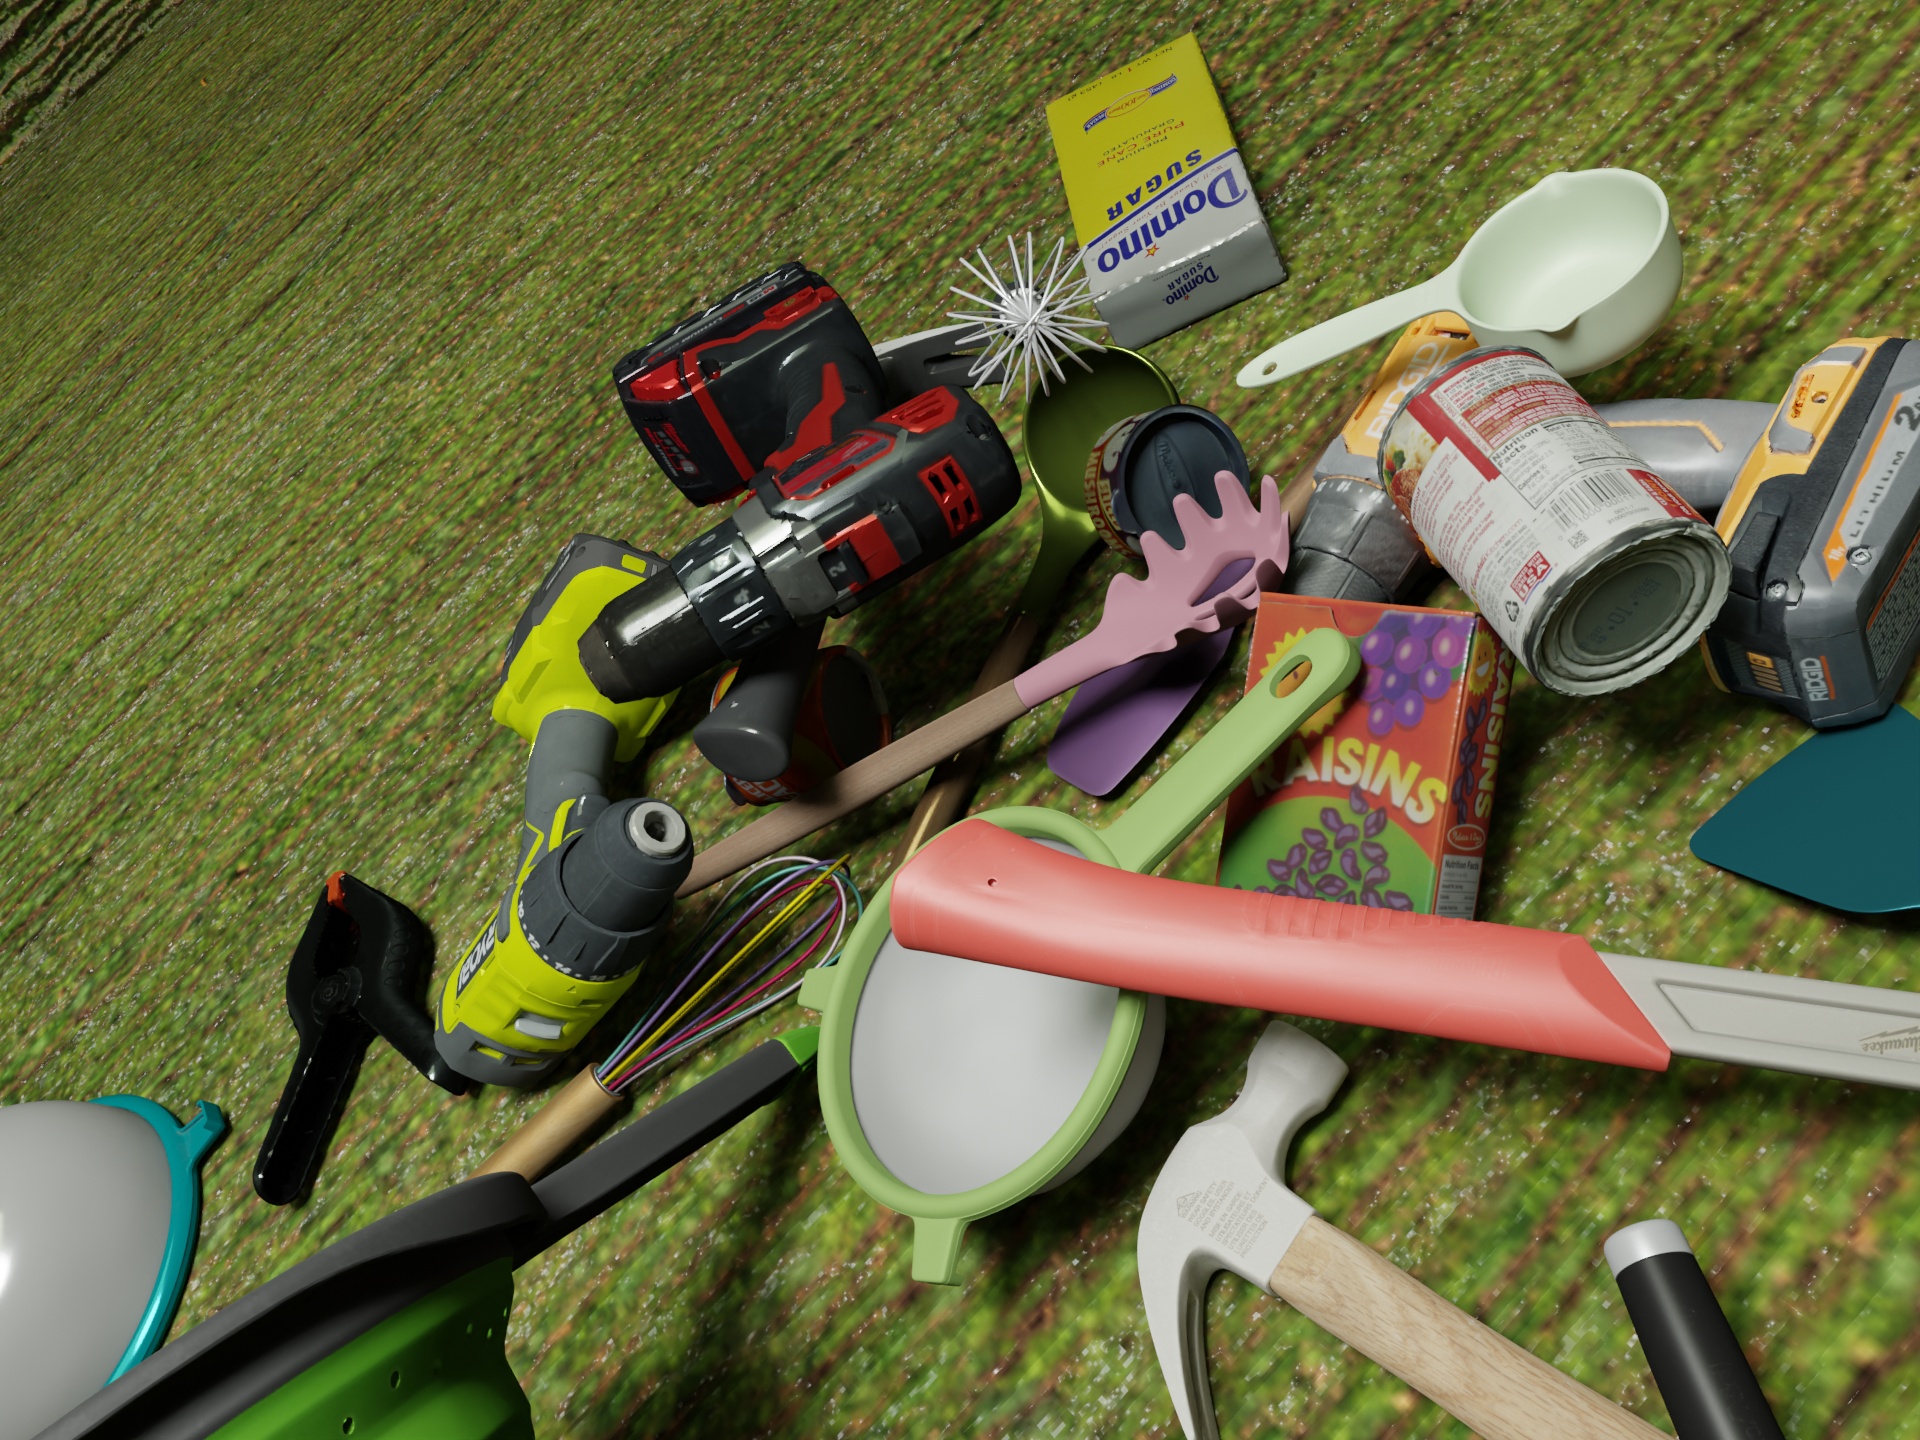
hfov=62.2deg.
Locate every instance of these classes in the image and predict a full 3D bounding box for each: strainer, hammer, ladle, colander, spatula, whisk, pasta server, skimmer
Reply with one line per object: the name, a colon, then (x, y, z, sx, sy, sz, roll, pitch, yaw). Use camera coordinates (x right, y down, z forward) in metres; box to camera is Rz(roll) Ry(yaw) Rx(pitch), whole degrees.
strainer: (-0.494, 0.323, 0.740, 0.211, 0.095, 0.341, -10, 52, 26)
hammer: (0.185, 0.211, 0.437, 0.332, 0.031, 0.130, 26, 74, 41)
hammer: (0.149, 0.084, 0.455, 0.359, 0.036, 0.149, 5, 66, 19)
ladle: (0.016, -0.027, 0.701, 0.078, 0.062, 0.320, 18, 71, 22)
colander: (-0.138, 0.201, 0.485, 0.094, 0.397, 0.204, 51, 122, 11)
spatula: (0.145, -0.095, 0.693, 0.316, 0.018, 0.060, -49, 39, -7)
whisk: (-0.135, 0.142, 0.689, 0.245, 0.051, 0.047, -43, 25, 4)
pasta server: (-0.001, -0.002, 0.658, 0.316, 0.040, 0.060, -29, 46, 18)
strainer: (0.058, 0.074, 0.571, 0.256, 0.069, 0.152, -46, 40, 11)
spatula: (0.341, 0.104, 0.424, 0.082, 0.044, 0.318, -38, 51, 1)
hammer: (-0.062, -0.090, 0.750, 0.146, 0.035, 0.335, -15, 35, 19)
whisk: (0.030, -0.187, 0.725, 0.070, 0.070, 0.285, -31, 13, 9)
skimmer: (0.220, 0.255, 0.301, 0.127, 0.090, 0.364, -2, 47, -10)

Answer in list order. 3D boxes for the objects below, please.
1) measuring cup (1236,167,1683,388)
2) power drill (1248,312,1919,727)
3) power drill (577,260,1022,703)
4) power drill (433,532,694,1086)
measuring cup: (0.186, -0.148, 0.601, 0.167, 0.038, 0.083, -16, 48, 36)
power drill: (0.225, -0.068, 0.584, 0.226, 0.084, 0.185, 23, 75, 45)
power drill: (-0.091, -0.105, 0.696, 0.188, 0.080, 0.227, -31, 36, -2)
power drill: (-0.165, 0.029, 0.717, 0.190, 0.080, 0.229, -46, 34, 41)
